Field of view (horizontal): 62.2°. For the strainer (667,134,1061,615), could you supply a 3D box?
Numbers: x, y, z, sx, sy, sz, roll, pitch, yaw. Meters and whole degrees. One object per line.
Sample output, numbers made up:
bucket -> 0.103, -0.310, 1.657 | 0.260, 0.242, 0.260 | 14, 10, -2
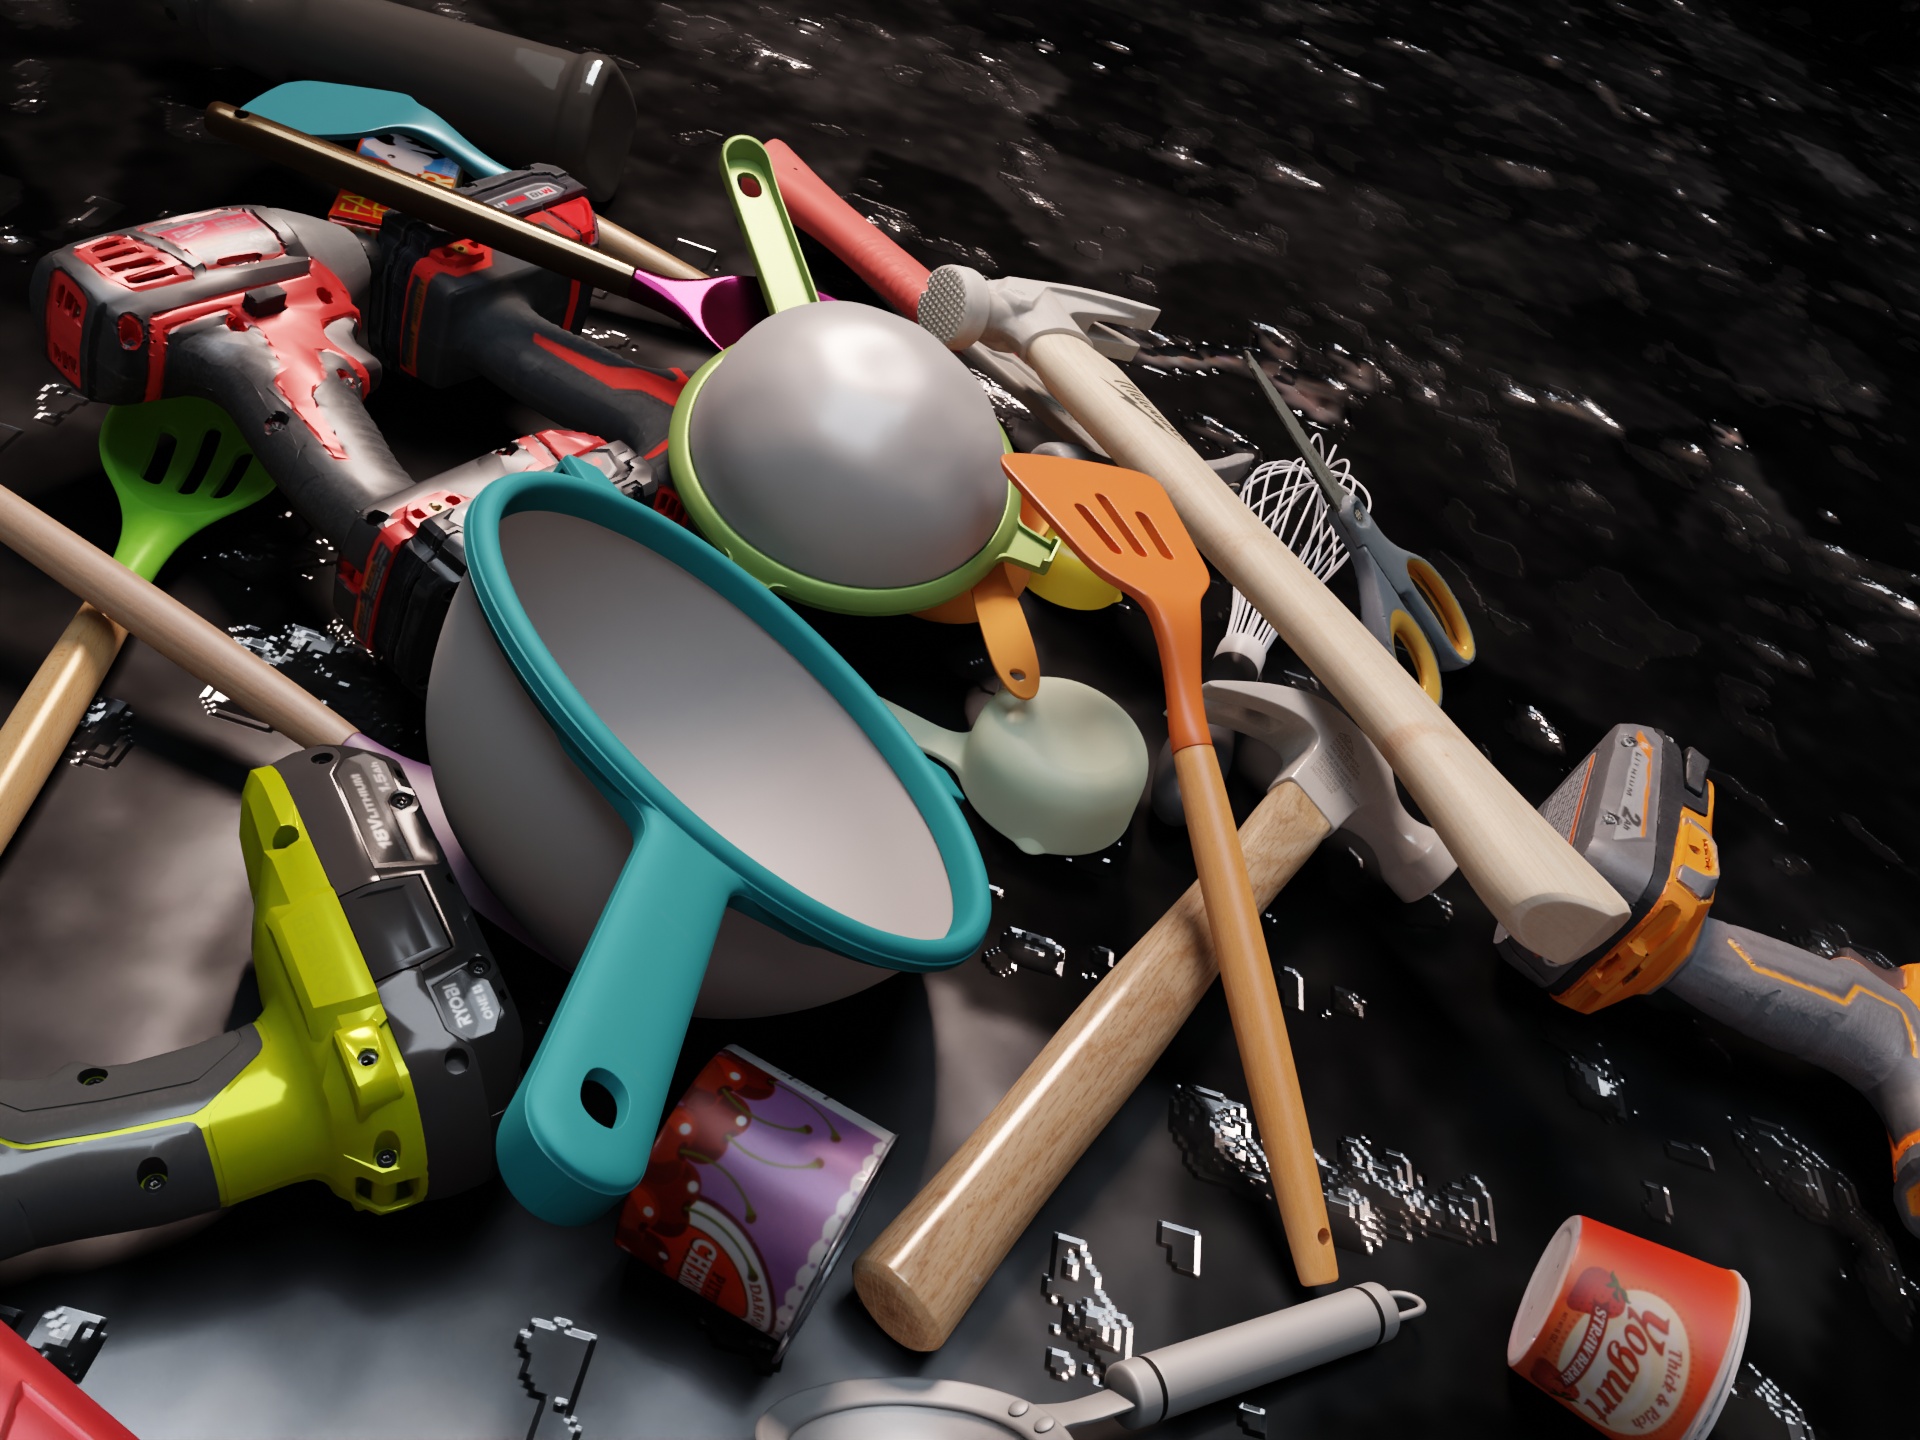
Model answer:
strainer -> -0.056, -0.167, 0.665 | 0.151, 0.069, 0.257 | -9, 65, -23

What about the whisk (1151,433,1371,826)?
whisk -> 0.140, -0.046, 0.754 | 0.070, 0.070, 0.285 | 26, 47, 5

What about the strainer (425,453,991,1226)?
strainer -> -0.096, 0.047, 0.459 | 0.211, 0.095, 0.341 | 42, 16, -14

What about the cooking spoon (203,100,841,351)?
cooking spoon -> -0.168, -0.201, 0.695 | 0.318, 0.017, 0.069 | 20, 55, -10

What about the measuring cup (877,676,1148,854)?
measuring cup -> -0.001, -0.002, 0.652 | 0.167, 0.038, 0.083 | 22, 41, -2

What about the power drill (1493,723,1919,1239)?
power drill -> 0.351, 0.100, 0.666 | 0.226, 0.084, 0.164 | 33, 41, 7

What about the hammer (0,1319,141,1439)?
hammer -> -0.238, 0.134, 0.319 | 0.386, 0.038, 0.143 | 41, 57, -1

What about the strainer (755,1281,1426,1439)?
strainer -> 0.045, 0.199, 0.459 | 0.258, 0.050, 0.087 | -3, 3, -32

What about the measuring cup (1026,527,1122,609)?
measuring cup -> 0.073, -0.110, 0.805 | 0.062, 0.029, 0.157 | 27, 43, 6

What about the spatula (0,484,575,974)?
spatula -> -0.232, -0.006, 0.552 | 0.316, 0.018, 0.060 | 34, 37, 1

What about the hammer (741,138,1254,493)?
hammer -> -0.003, -0.223, 0.873 | 0.149, 0.036, 0.359 | -9, 45, -43

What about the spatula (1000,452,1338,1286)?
spatula -> 0.085, 0.037, 0.579 | 0.081, 0.041, 0.323 | 2, 68, -34

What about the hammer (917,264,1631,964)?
hammer -> 0.138, -0.065, 0.692 | 0.146, 0.038, 0.411 | -5, 48, -42

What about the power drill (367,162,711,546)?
power drill -> -0.138, -0.166, 0.744 | 0.227, 0.080, 0.188 | 36, 43, 12

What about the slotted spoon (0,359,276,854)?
slotted spoon -> -0.309, -0.028, 0.560 | 0.070, 0.031, 0.314 | 14, 44, -13

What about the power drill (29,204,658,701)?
power drill -> -0.233, -0.121, 0.626 | 0.220, 0.078, 0.143 | 41, 41, 9

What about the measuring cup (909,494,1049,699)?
measuring cup -> 0.002, -0.055, 0.698 | 0.095, 0.052, 0.174 | 2, 44, -19

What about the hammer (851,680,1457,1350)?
hammer -> 0.072, 0.090, 0.574 | 0.130, 0.031, 0.331 | 50, 49, 1

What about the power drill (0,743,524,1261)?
power drill -> -0.246, 0.090, 0.419 | 0.223, 0.080, 0.171 | -17, 59, -32

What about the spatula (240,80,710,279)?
spatula -> -0.210, -0.253, 0.818 | 0.317, 0.044, 0.082 | 27, 37, -12
